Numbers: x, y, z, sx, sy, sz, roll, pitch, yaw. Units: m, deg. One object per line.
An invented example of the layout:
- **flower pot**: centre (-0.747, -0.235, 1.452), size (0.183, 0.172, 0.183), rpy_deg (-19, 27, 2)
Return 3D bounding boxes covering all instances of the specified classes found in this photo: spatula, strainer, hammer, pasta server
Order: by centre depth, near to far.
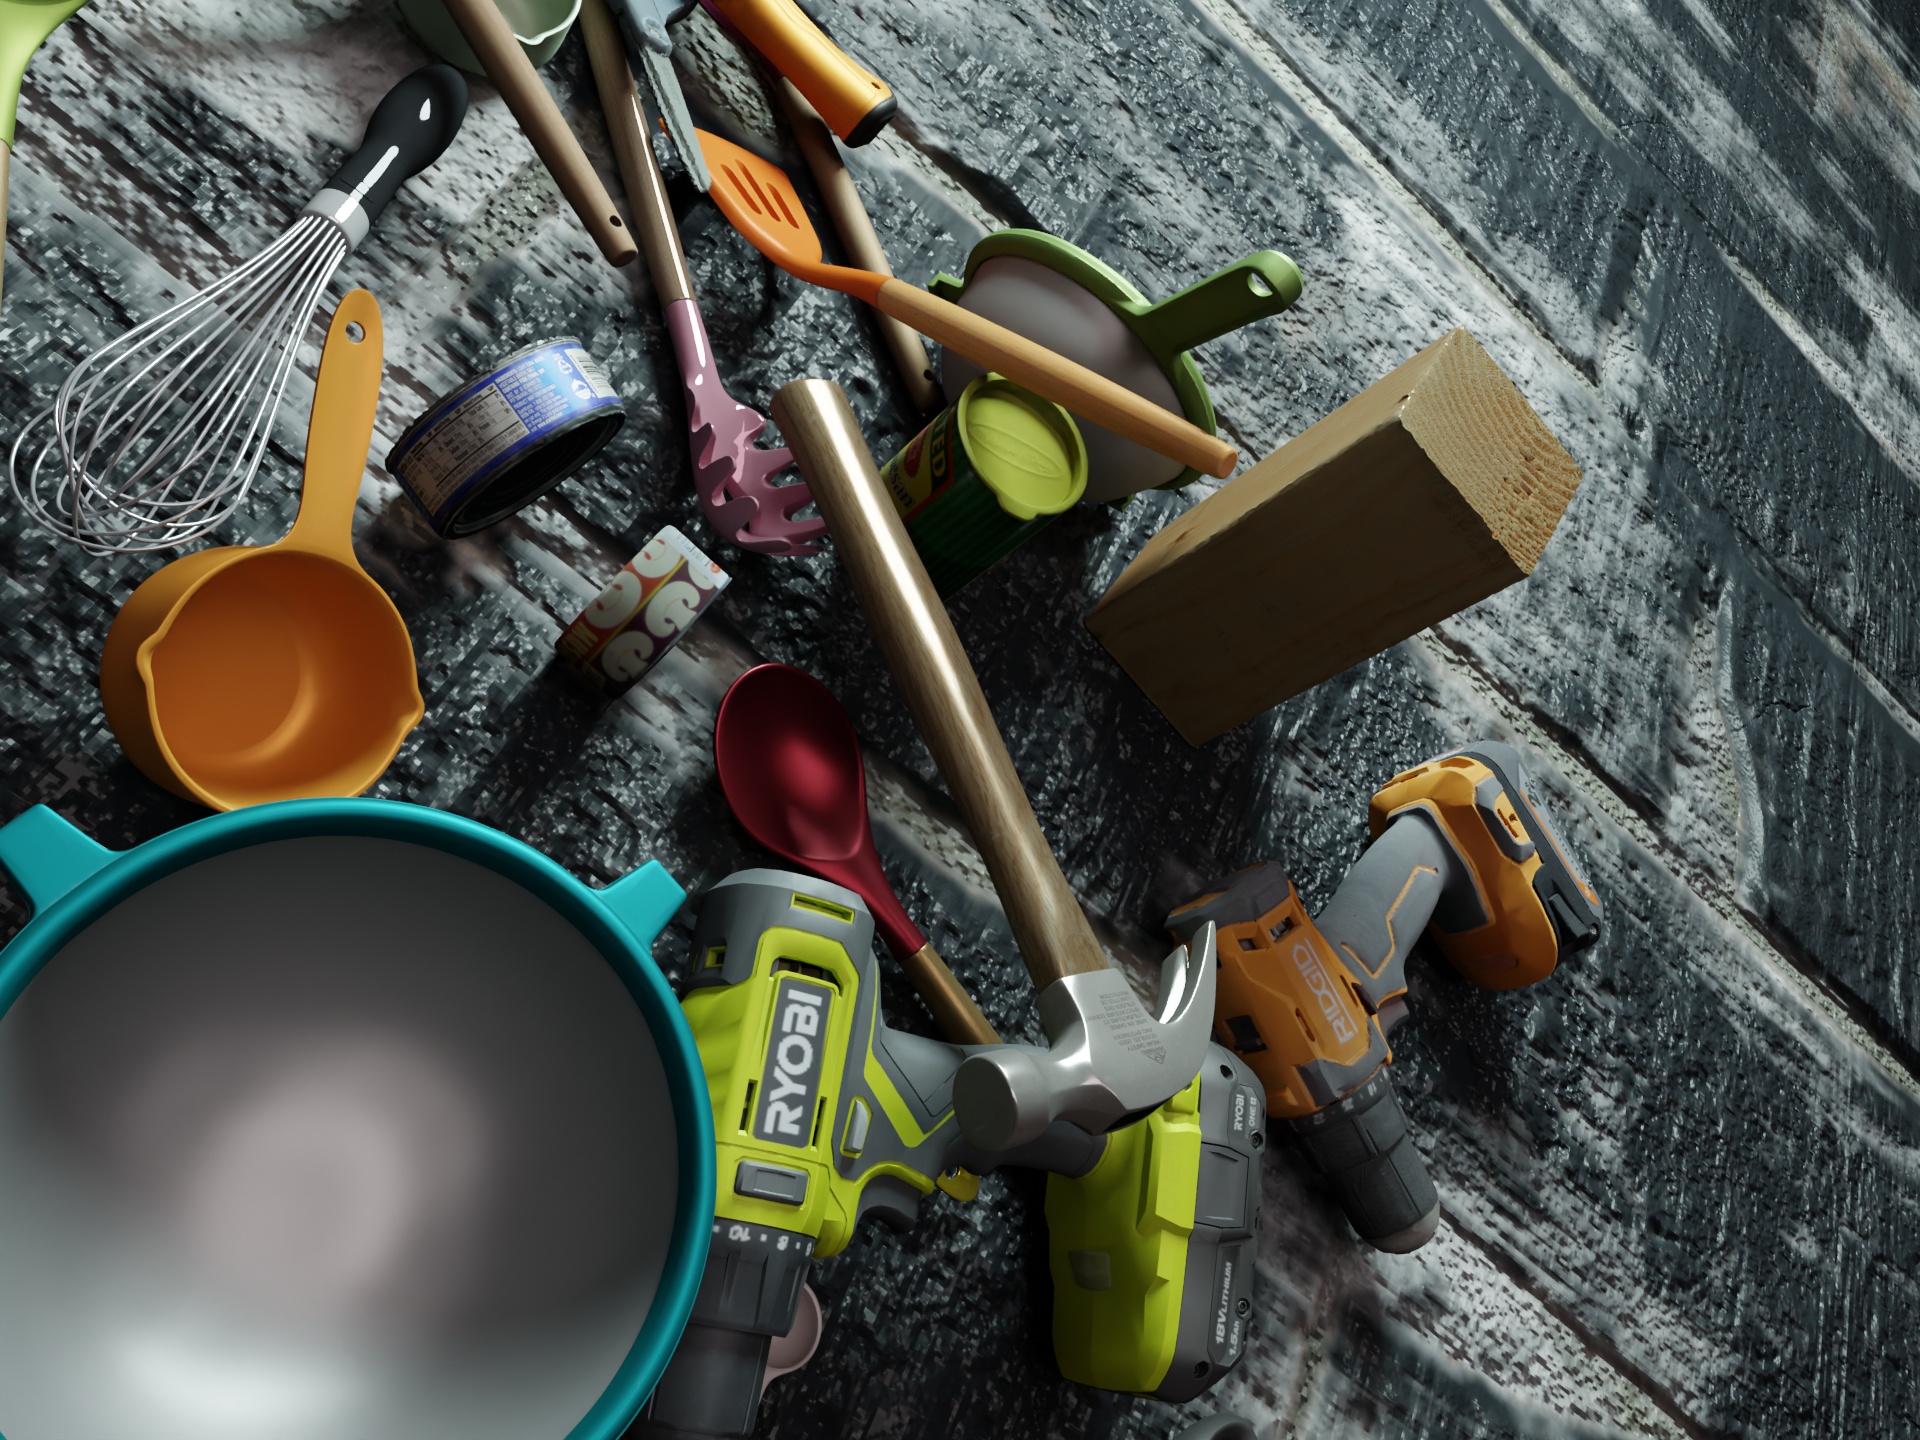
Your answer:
- **strainer**: centre (-0.182, 0.195, 0.442), size (0.211, 0.095, 0.341), rpy_deg (9, 67, -30)
- **hammer**: centre (-0.001, -0.002, 0.608), size (0.130, 0.031, 0.332), rpy_deg (0, 56, -41)
- **spatula**: centre (-0.218, -0.318, 0.649), size (0.060, 0.018, 0.316), rpy_deg (-28, 85, -43)
- **spatula**: centre (-0.011, -0.180, 0.671), size (0.323, 0.041, 0.081), rpy_deg (34, 19, 31)
- **strainer**: centre (0.059, -0.147, 0.693), size (0.069, 0.256, 0.151), rpy_deg (-46, 105, -13)
- **pasta server**: centre (-0.125, -0.209, 0.703), size (0.060, 0.040, 0.316), rpy_deg (5, 63, -57)
- **hammer**: centre (-0.159, -0.400, 0.738), size (0.336, 0.034, 0.127), rpy_deg (45, 31, -9)

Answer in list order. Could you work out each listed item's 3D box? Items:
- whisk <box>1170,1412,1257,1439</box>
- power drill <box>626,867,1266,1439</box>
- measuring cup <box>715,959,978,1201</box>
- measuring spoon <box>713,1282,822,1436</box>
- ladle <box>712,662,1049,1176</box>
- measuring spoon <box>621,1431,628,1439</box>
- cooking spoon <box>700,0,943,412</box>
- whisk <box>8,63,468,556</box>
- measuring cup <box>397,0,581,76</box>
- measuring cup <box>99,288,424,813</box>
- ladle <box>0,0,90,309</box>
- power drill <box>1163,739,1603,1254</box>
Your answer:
- **whisk**: centre (0.018, 0.321, 0.555), size (0.295, 0.073, 0.073), rpy_deg (-15, 78, -46)
- **power drill**: centre (-0.007, 0.173, 0.566), size (0.228, 0.080, 0.191), rpy_deg (20, 66, -26)
- **measuring cup**: centre (-0.046, 0.129, 0.617), size (0.062, 0.029, 0.156), rpy_deg (-45, 107, -34)
- **measuring spoon**: centre (-0.086, 0.242, 0.533), size (0.034, 0.018, 0.124), rpy_deg (42, 48, -11)
- **ladle**: centre (-0.003, 0.115, 0.650), size (0.069, 0.031, 0.315), rpy_deg (-38, 95, -36)
- **measuring spoon**: centre (-0.079, 0.263, 0.540), size (0.117, 0.011, 0.021), rpy_deg (43, 41, -7)
- **cooking spoon**: centre (-0.075, -0.295, 0.790), size (0.068, 0.017, 0.319), rpy_deg (-16, 79, -38)
- **whisk**: centre (-0.246, -0.164, 0.588), size (0.070, 0.070, 0.285), rpy_deg (33, 50, -20)
- **measuring cup**: centre (-0.241, -0.303, 0.665), size (0.167, 0.038, 0.083), rpy_deg (-21, 82, -36)
- **measuring cup**: centre (-0.222, -0.055, 0.518), size (0.095, 0.052, 0.174), rpy_deg (15, 82, -50)
- **ladle**: centre (-0.328, -0.177, 0.532), size (0.078, 0.062, 0.320), rpy_deg (6, 69, -33)
- **power drill**: centre (0.219, 0.127, 0.772), size (0.226, 0.084, 0.185), rpy_deg (-27, 87, -36)
